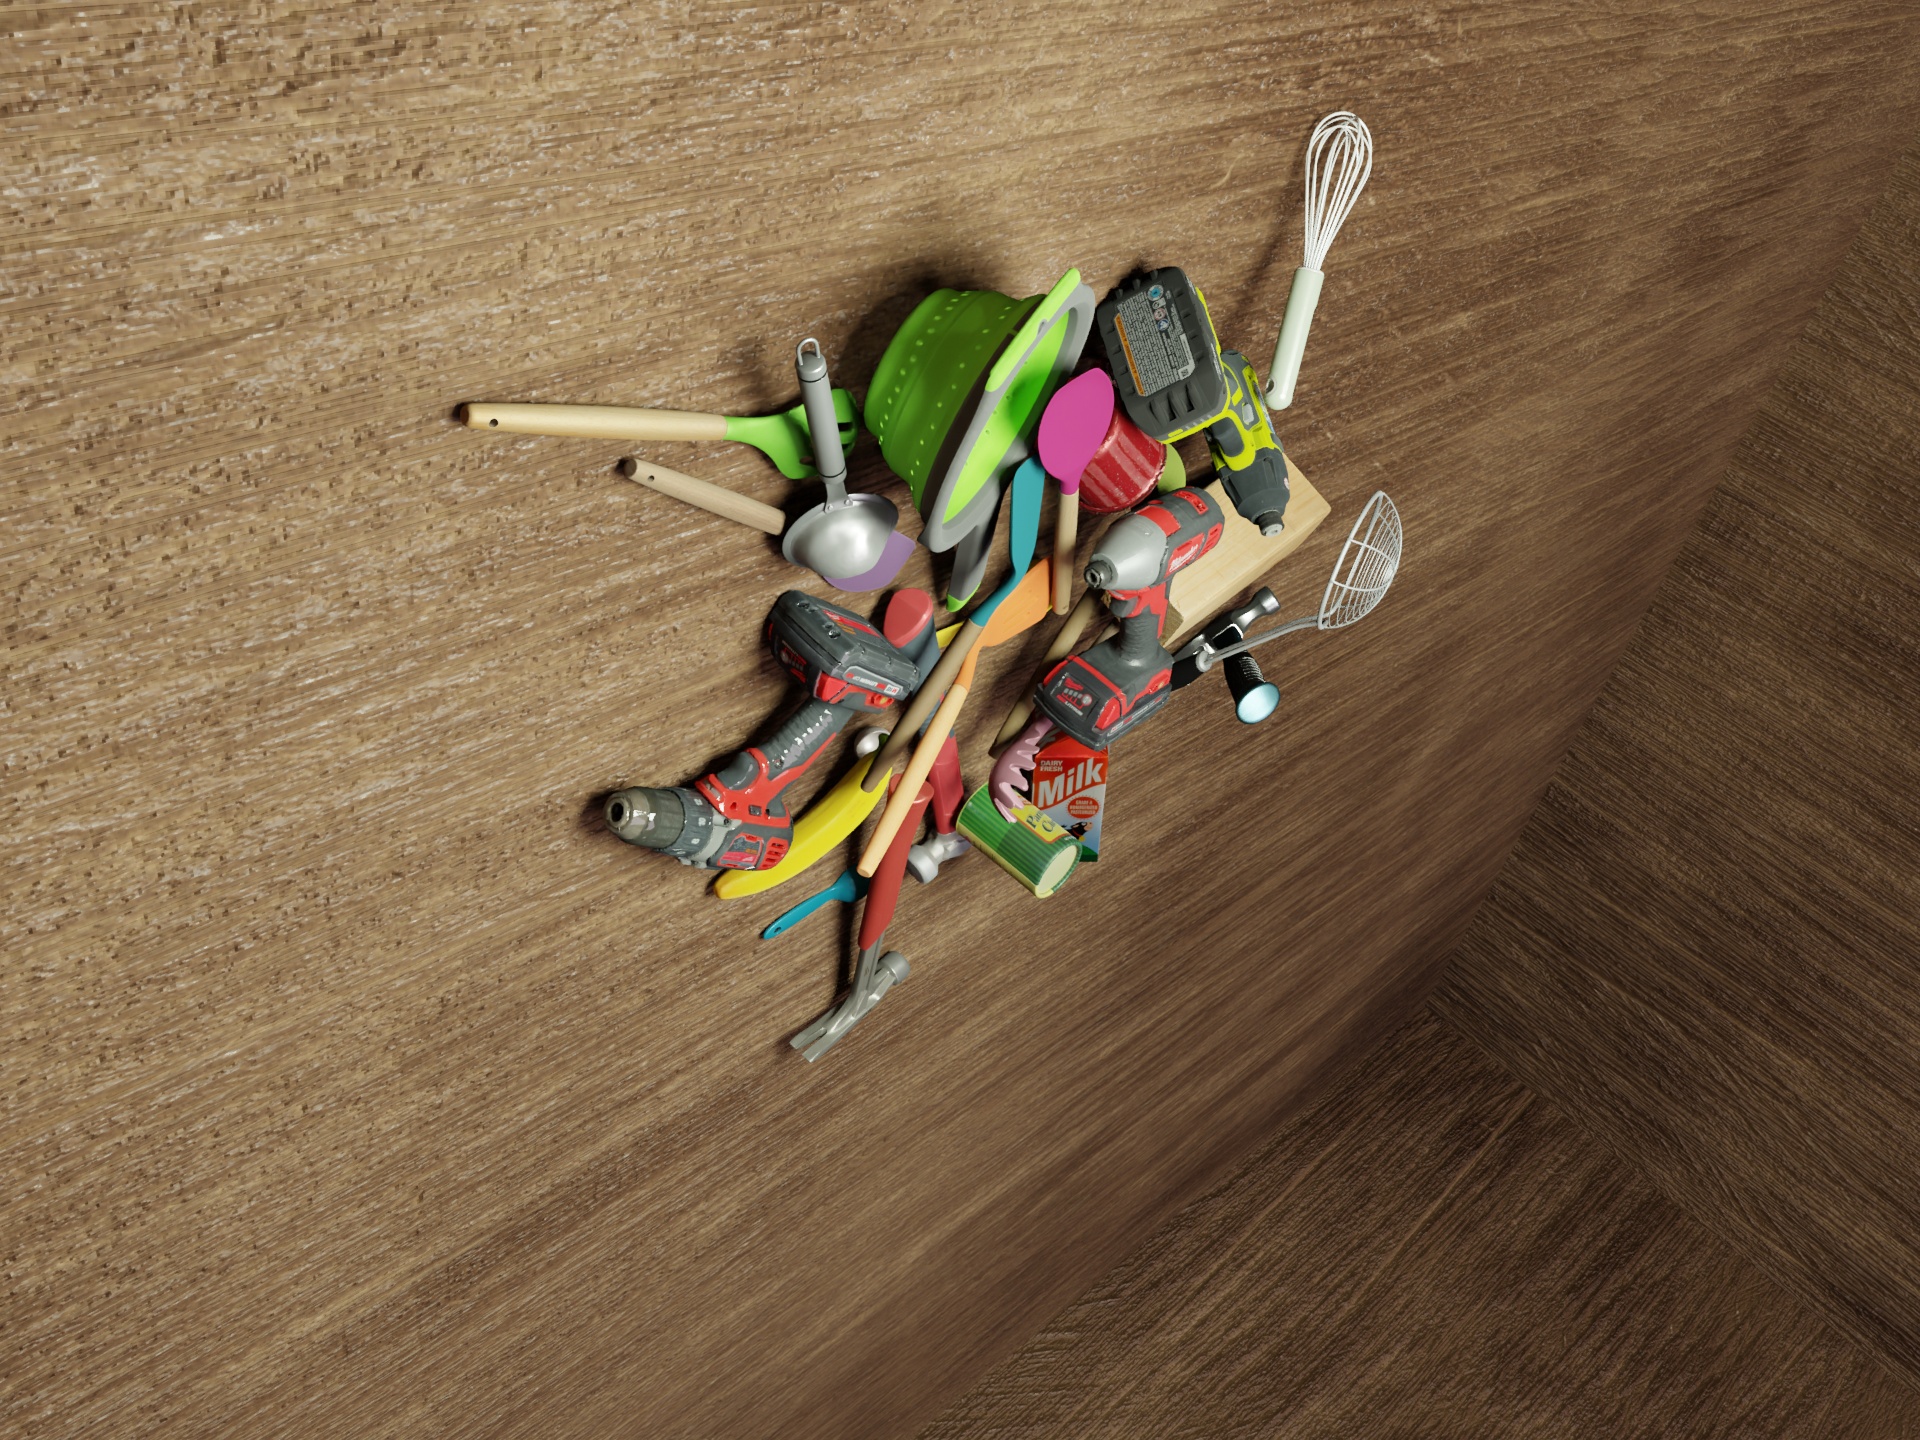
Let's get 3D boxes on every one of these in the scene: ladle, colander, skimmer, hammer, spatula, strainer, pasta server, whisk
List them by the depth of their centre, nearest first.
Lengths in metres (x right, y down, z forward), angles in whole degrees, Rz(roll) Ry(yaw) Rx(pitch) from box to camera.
[{"bbox_3d":[-0.086,-0.160,1.062,0.087,0.050,0.258,-20,149,-8],"label":"strainer"},{"bbox_3d":[-0.126,-0.136,1.113,0.059,0.018,0.315,-53,152,13],"label":"spatula"},{"bbox_3d":[-0.009,-0.193,1.153,0.204,0.094,0.396,-55,173,-22],"label":"colander"},{"bbox_3d":[-0.008,-0.065,1.242,0.317,0.044,0.082,-56,176,28],"label":"spatula"},{"bbox_3d":[-0.002,-0.004,1.282,0.081,0.041,0.323,92,22,-56],"label":"spatula"},{"bbox_3d":[0.292,-0.380,1.320,0.059,0.058,0.246,10,98,-21],"label":"whisk"},{"bbox_3d":[0.101,-0.104,1.404,0.062,0.078,0.320,24,105,-27],"label":"ladle"},{"bbox_3d":[-0.010,0.004,1.407,0.143,0.038,0.385,-41,152,-20],"label":"hammer"},{"bbox_3d":[0.106,-0.024,1.463,0.316,0.040,0.060,-51,163,-38],"label":"pasta server"},{"bbox_3d":[0.255,-0.098,1.467,0.363,0.090,0.127,-25,-162,45],"label":"skimmer"},{"bbox_3d":[-0.081,0.179,1.476,0.149,0.037,0.358,-37,155,-36],"label":"hammer"},{"bbox_3d":[0.275,-0.057,1.567,0.128,0.033,0.331,-35,-170,12],"label":"hammer"}]

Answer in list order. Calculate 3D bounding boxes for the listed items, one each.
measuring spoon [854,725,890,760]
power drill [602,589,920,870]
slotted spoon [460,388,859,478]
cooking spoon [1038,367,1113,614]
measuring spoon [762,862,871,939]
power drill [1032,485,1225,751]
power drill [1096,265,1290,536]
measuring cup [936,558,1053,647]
[{"bbox_3d":[-0.091,0.048,1.386,0.034,0.018,0.124,-4,137,-30],"label":"measuring spoon"},{"bbox_3d":[-0.153,0.017,1.198,0.226,0.080,0.187,-53,151,11],"label":"power drill"},{"bbox_3d":[-0.170,-0.181,0.990,0.313,0.031,0.070,-8,134,-49],"label":"slotted spoon"},{"bbox_3d":[0.083,-0.168,1.244,0.069,0.017,0.318,-34,157,-14],"label":"cooking spoon"},{"bbox_3d":[-0.127,0.173,1.465,0.128,0.021,0.042,-30,145,-35],"label":"measuring spoon"},{"bbox_3d":[0.138,-0.086,1.338,0.143,0.079,0.219,-32,150,-36],"label":"power drill"},{"bbox_3d":[0.203,-0.254,1.292,0.080,0.171,0.223,-24,155,23],"label":"power drill"},{"bbox_3d":[0.019,-0.096,1.366,0.156,0.029,0.062,-24,151,-20],"label":"measuring cup"}]
